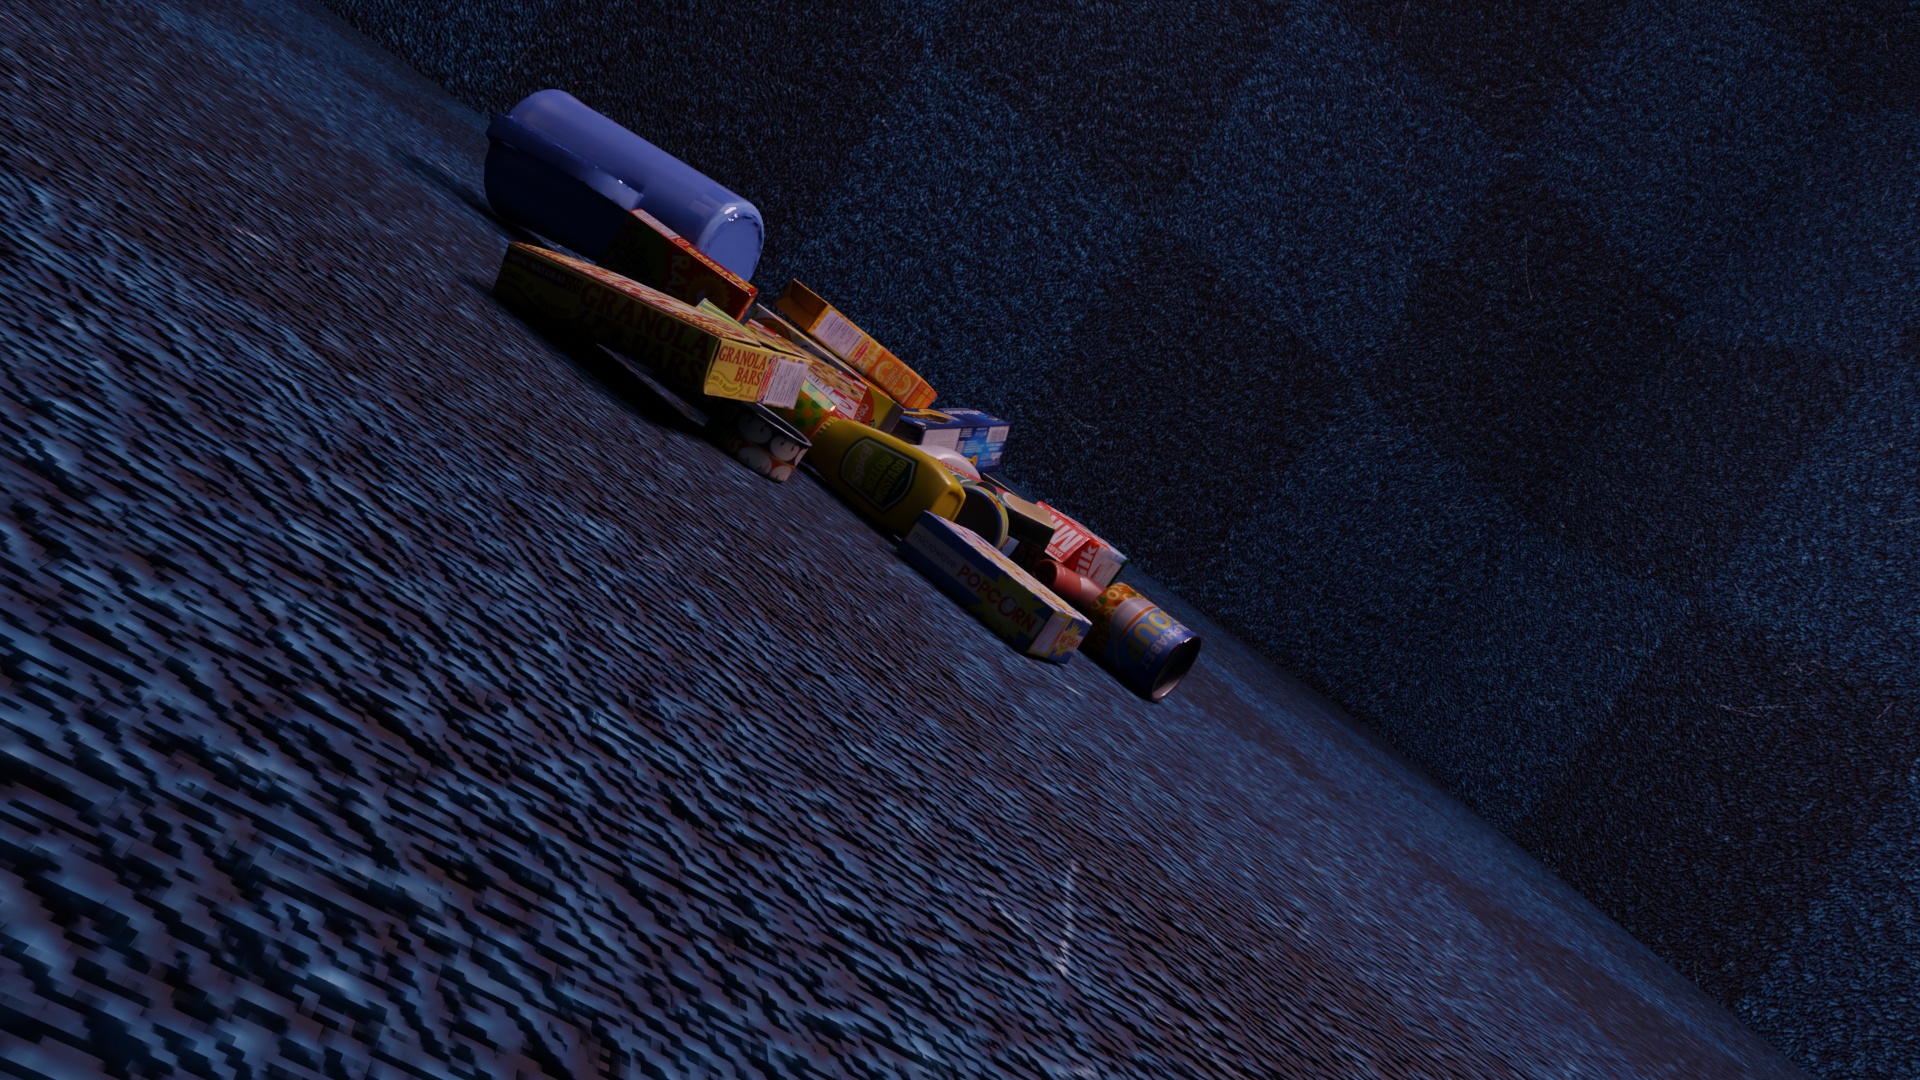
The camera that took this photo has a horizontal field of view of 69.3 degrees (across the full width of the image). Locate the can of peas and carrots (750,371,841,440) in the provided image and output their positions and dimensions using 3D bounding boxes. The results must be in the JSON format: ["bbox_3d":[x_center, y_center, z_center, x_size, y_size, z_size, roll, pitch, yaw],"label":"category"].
[{"bbox_3d":[-0.129,-0.093,0.995,0.058,0.071,0.071,40,4,-8],"label":"can of peas and carrots"}]

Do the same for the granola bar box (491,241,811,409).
[{"bbox_3d":[-0.195,-0.137,0.893,0.166,0.039,0.124,25,9,18],"label":"granola bar box"}]

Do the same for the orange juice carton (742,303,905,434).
[{"bbox_3d":[-0.144,-0.154,1.403,0.193,0.071,0.073,37,5,22],"label":"orange juice carton"}]

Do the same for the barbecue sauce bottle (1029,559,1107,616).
[{"bbox_3d":[0.124,0.060,1.348,0.148,0.043,0.065,30,7,-43],"label":"barbecue sauce bottle"}]

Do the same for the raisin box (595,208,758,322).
[{"bbox_3d":[-0.248,-0.211,1.183,0.123,0.086,0.040,34,12,-6],"label":"raisin box"}]

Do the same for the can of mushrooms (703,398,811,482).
[{"bbox_3d":[-0.137,-0.071,0.925,0.071,0.033,0.071,36,6,-4],"label":"can of mushrooms"}]

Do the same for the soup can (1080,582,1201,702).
[{"bbox_3d":[0.149,0.082,1.164,0.084,0.071,0.071,37,5,27],"label":"soup can"}]

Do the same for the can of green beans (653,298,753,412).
[{"bbox_3d":[-0.182,-0.134,1.021,0.058,0.071,0.071,35,5,-8],"label":"can of green beans"}]

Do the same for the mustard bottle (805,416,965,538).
[{"bbox_3d":[-0.073,-0.056,1.062,0.160,0.065,0.048,32,-3,27],"label":"mustard bottle"}]

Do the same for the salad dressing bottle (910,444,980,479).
[{"bbox_3d":[-0.046,-0.072,1.371,0.147,0.064,0.044,23,9,-38],"label":"salad dressing bottle"}]

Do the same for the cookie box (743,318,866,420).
[{"bbox_3d":[-0.147,-0.132,1.183,0.123,0.040,0.168,30,15,-8],"label":"cookie box"}]

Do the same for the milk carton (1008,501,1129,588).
[{"bbox_3d":[0.106,0.015,1.467,0.072,0.073,0.190,38,6,23],"label":"milk carton"}]

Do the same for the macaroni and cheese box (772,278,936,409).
[{"bbox_3d":[-0.114,-0.210,1.515,0.166,0.040,0.124,36,4,-33],"label":"macaroni and cheese box"}]

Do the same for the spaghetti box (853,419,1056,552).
[{"bbox_3d":[-0.026,-0.058,1.302,0.250,0.028,0.050,25,17,-15],"label":"spaghetti box"}]

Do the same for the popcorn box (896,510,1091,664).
[{"bbox_3d":[0.024,0.033,0.986,0.127,0.038,0.085,38,5,25],"label":"popcorn box"}]

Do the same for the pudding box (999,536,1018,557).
[{"bbox_3d":[0.012,-0.014,1.372,0.083,0.030,0.050,31,8,-39],"label":"pudding box"}]

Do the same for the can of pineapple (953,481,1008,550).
[{"bbox_3d":[0.004,-0.014,1.110,0.071,0.071,0.058,36,5,3],"label":"can of pineapple"}]
